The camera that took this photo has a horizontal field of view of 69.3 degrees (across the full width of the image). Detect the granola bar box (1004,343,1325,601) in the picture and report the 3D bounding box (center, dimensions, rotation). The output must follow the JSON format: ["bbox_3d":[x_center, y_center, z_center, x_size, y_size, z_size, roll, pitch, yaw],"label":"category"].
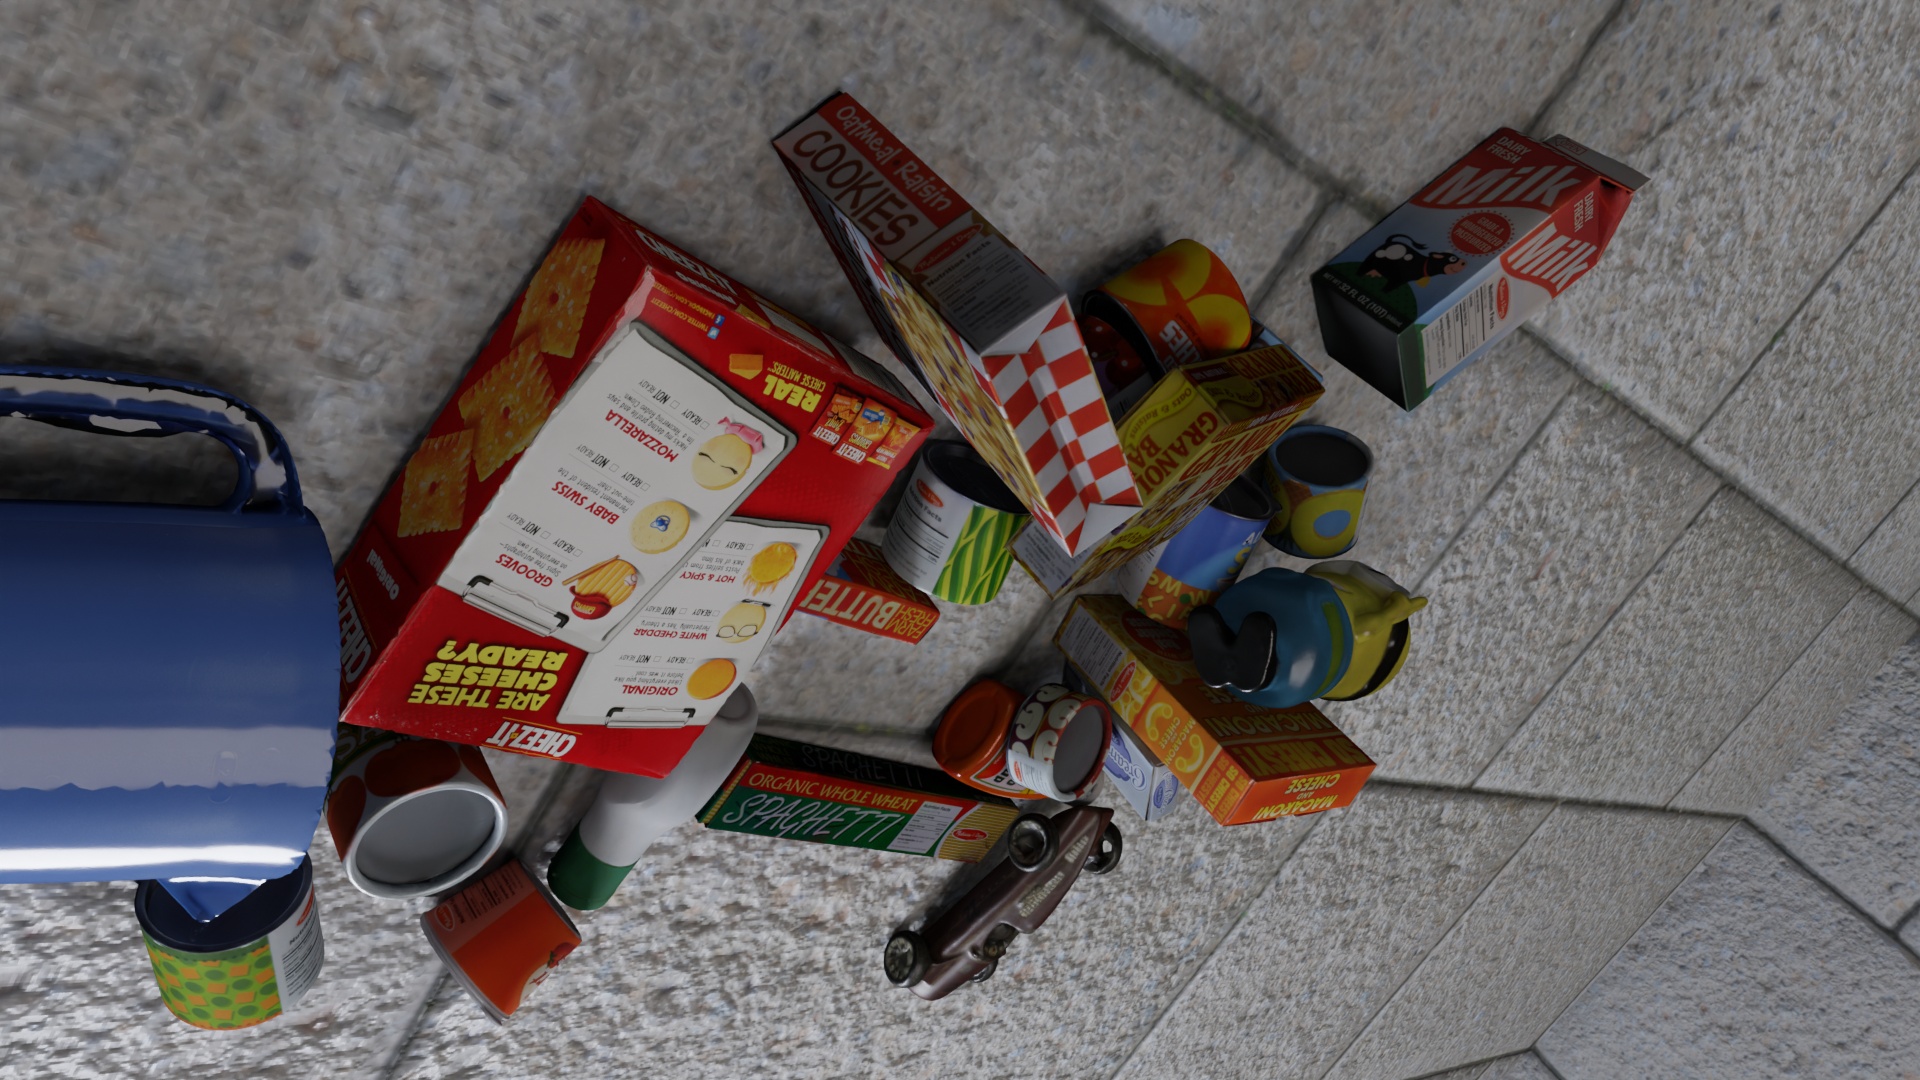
[{"bbox_3d":[0.106,-0.039,0.696,0.123,0.039,0.166,-47,167,28],"label":"granola bar box"}]

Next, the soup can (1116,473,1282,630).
[{"bbox_3d":[0.141,0.003,0.828,0.071,0.071,0.083,-2,127,-39],"label":"soup can"}]

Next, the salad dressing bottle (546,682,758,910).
[{"bbox_3d":[-0.158,0.127,0.697,0.044,0.064,0.147,22,119,-36],"label":"salad dressing bottle"}]

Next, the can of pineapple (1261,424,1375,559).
[{"bbox_3d":[0.219,-0.031,0.867,0.071,0.071,0.057,-23,136,-23],"label":"can of pineapple"}]

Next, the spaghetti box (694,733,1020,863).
[{"bbox_3d":[-0.056,0.157,0.832,0.250,0.029,0.050,23,109,-49],"label":"spaghetti box"}]

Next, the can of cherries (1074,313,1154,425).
[{"bbox_3d":[0.054,-0.072,0.688,0.058,0.071,0.071,-38,141,-14],"label":"can of cherries"}]

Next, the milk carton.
[{"bbox_3d":[0.304,-0.169,0.808,0.191,0.072,0.073,-37,141,-5],"label":"milk carton"}]

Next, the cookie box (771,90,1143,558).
[{"bbox_3d":[-0.001,-0.087,0.548,0.040,0.168,0.122,-35,141,-4],"label":"cookie box"}]

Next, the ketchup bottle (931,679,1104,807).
[{"bbox_3d":[0.043,0.137,0.887,0.064,0.043,0.148,-53,141,2],"label":"ketchup bottle"}]

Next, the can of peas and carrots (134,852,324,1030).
[{"bbox_3d":[-0.313,0.165,0.595,0.071,0.071,0.058,-14,134,-31],"label":"can of peas and carrots"}]

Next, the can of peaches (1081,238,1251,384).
[{"bbox_3d":[0.104,-0.108,0.694,0.058,0.071,0.071,-32,140,-14],"label":"can of peaches"}]

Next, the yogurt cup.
[{"bbox_3d":[-0.228,0.197,0.697,0.054,0.072,0.072,-38,142,-18],"label":"yogurt cup"}]

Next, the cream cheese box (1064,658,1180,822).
[{"bbox_3d":[0.100,0.121,0.872,0.024,0.104,0.053,-19,134,-22],"label":"cream cheese box"}]

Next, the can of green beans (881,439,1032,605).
[{"bbox_3d":[0.001,-0.009,0.700,0.071,0.071,0.057,2,124,-41],"label":"can of green beans"}]

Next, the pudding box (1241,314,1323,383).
[{"bbox_3d":[0.167,-0.095,0.792,0.083,0.030,0.049,23,109,-49],"label":"pudding box"}]

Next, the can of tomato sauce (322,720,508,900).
[{"bbox_3d":[-0.235,0.096,0.582,0.071,0.083,0.070,-23,138,-23],"label":"can of tomato sauce"}]

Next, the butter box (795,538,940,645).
[{"bbox_3d":[-0.060,0.018,0.684,0.103,0.053,0.024,21,112,-48],"label":"butter box"}]

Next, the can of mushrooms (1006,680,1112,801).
[{"bbox_3d":[0.061,0.119,0.835,0.071,0.033,0.070,-22,119,-46],"label":"can of mushrooms"}]

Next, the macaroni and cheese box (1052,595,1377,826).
[{"bbox_3d":[0.153,0.099,0.847,0.124,0.167,0.040,3,124,-41],"label":"macaroni and cheese box"}]
